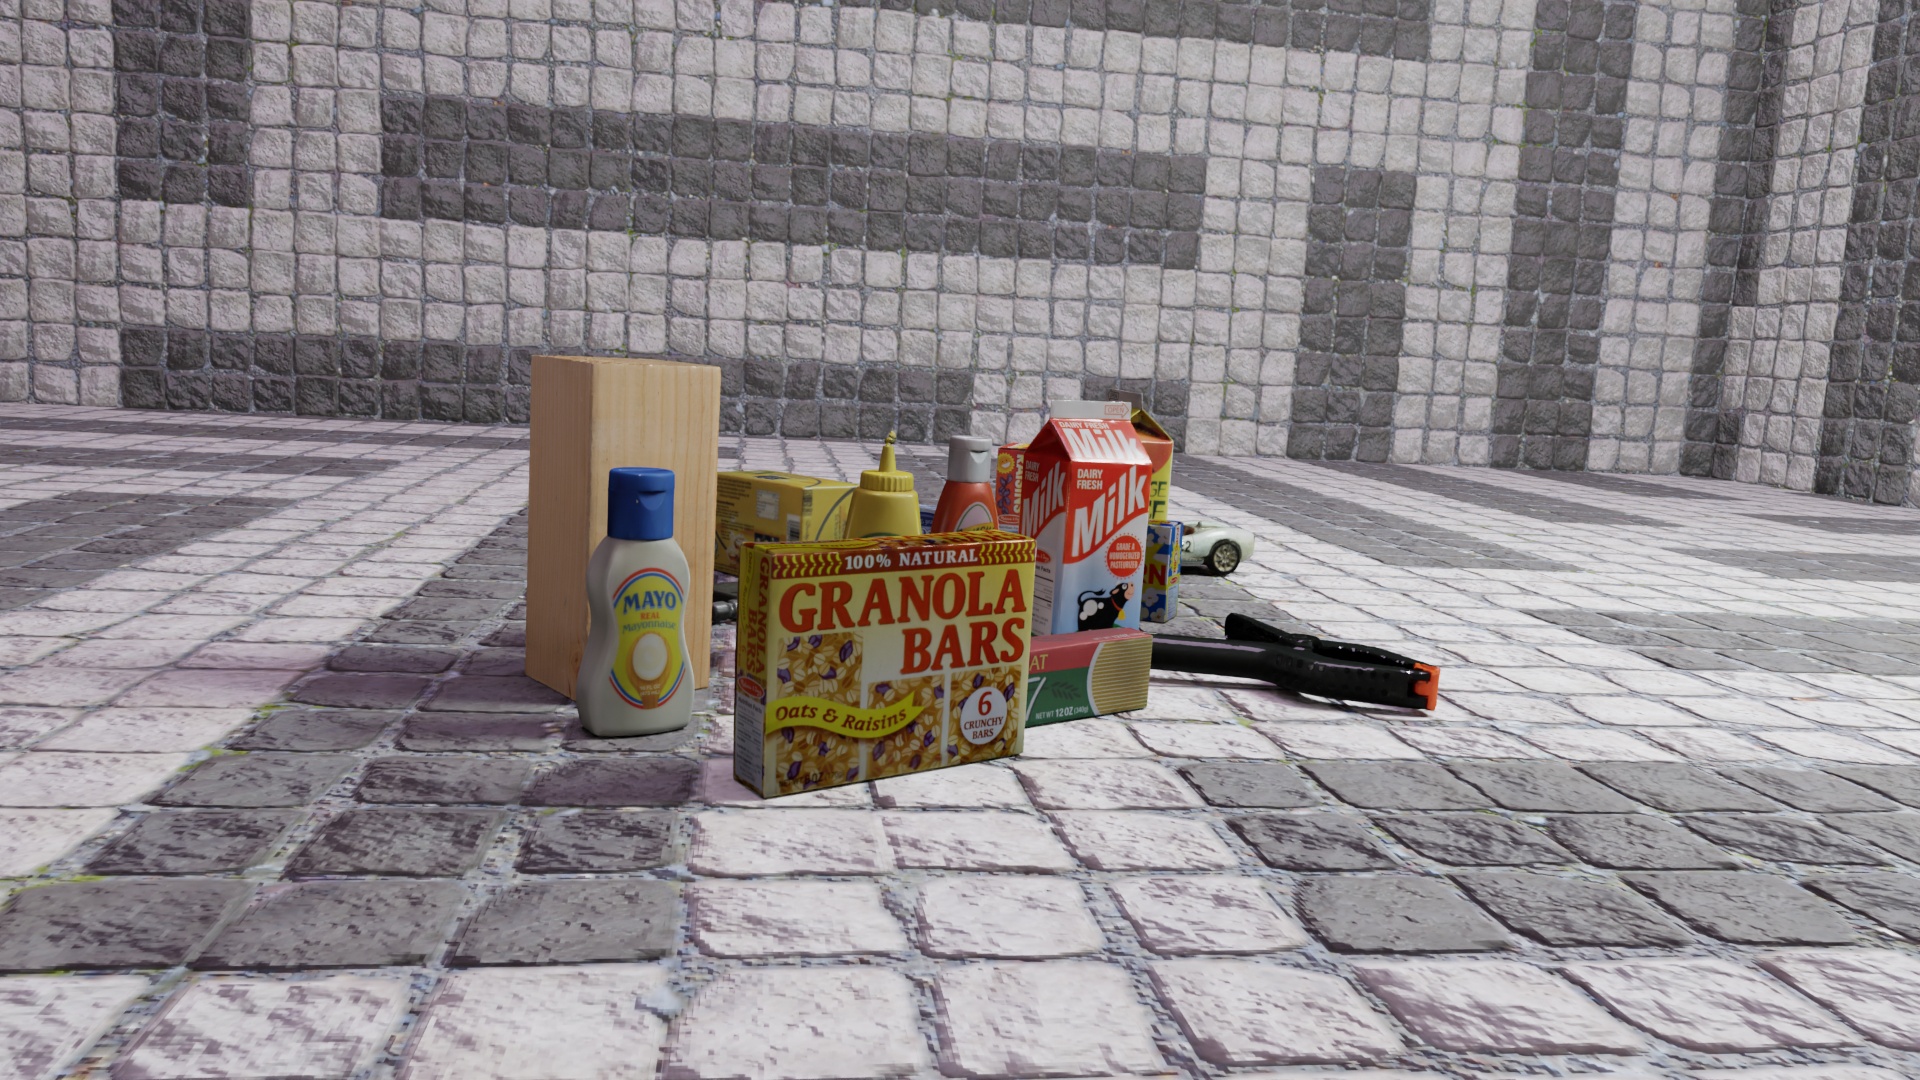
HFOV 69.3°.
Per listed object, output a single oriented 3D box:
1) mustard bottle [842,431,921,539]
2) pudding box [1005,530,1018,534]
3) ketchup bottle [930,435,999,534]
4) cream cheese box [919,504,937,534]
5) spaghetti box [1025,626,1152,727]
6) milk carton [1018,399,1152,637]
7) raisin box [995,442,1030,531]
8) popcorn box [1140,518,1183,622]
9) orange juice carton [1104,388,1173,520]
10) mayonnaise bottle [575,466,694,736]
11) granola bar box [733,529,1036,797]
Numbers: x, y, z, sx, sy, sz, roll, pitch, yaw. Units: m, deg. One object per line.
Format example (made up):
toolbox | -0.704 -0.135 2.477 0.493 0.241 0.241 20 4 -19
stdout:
mustard bottle | -0.059 -0.002 1.033 0.065 0.160 0.049 2 8 -8
pudding box | 0.069 0.020 1.324 0.030 0.049 0.084 -1 9 -26
ketchup bottle | 0.004 -0.015 1.191 0.065 0.148 0.043 -1 9 -28
cream cheese box | -0.032 -0.009 1.473 0.104 0.053 0.024 7 9 27
spaghetti box | 0.016 0.088 0.828 0.251 0.050 0.028 -3 10 -37
milk carton | 0.091 -0.009 1.038 0.072 0.190 0.073 -1 8 -27
raisin box | 0.062 -0.040 1.480 0.040 0.123 0.086 5 8 13
popcorn box | 0.126 0.021 1.214 0.127 0.085 0.038 6 8 22
orange juice carton | 0.145 -0.043 1.288 0.073 0.192 0.072 0 8 -20
mayonnaise bottle | -0.181 0.034 0.782 0.065 0.147 0.041 -2 9 -33
granola bar box | -0.038 0.060 0.737 0.166 0.124 0.039 -3 10 -37
